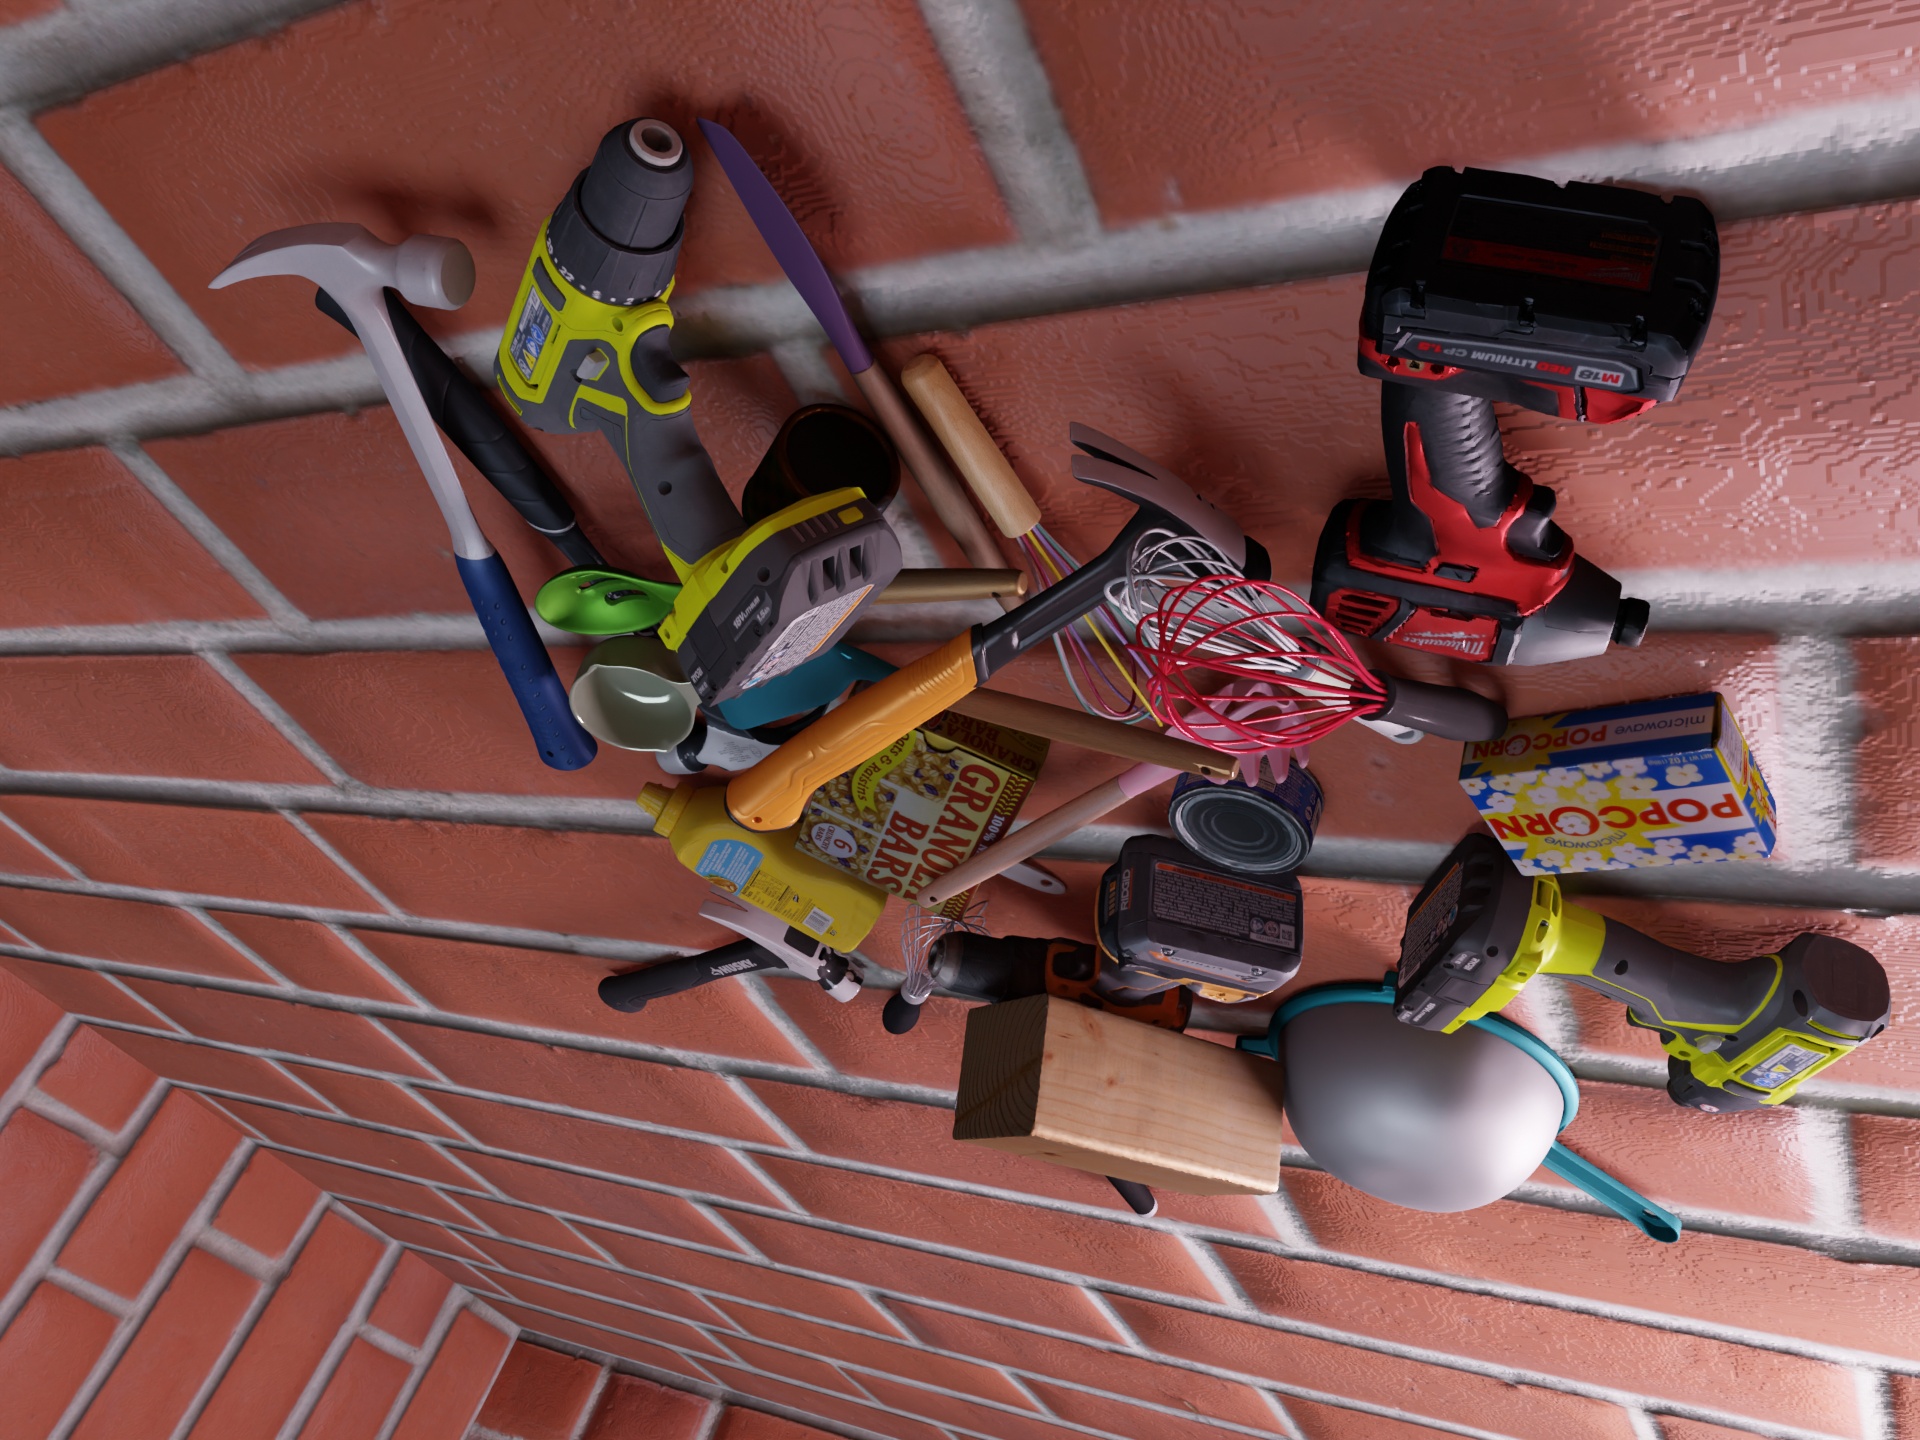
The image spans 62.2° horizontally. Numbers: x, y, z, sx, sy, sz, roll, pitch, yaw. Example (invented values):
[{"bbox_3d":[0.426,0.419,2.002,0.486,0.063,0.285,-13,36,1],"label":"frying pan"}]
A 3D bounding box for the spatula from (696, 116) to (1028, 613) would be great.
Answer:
[{"bbox_3d":[-0.034,-0.152,0.768,0.060,0.018,0.315,42,170,49],"label":"spatula"}]

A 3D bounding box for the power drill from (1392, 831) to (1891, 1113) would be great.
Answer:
[{"bbox_3d":[0.370,0.155,0.900,0.223,0.080,0.171,18,146,3],"label":"power drill"}]

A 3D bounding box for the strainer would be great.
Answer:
[{"bbox_3d":[0.358,0.307,1.097,0.340,0.095,0.211,32,146,-9],"label":"strainer"}]

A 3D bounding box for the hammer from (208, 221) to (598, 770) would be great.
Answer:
[{"bbox_3d":[-0.290,-0.109,0.920,0.144,0.035,0.405,11,143,16],"label":"hammer"}]

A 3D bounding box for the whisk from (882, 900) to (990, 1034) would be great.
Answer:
[{"bbox_3d":[-0.028,0.198,1.229,0.070,0.070,0.284,24,151,0],"label":"whisk"}]

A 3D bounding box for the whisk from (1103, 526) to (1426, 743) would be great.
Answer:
[{"bbox_3d":[0.153,-0.029,0.741,0.058,0.059,0.246,-17,152,41],"label":"whisk"}]

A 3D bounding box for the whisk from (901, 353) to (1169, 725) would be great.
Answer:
[{"bbox_3d":[0.041,-0.084,0.809,0.051,0.047,0.244,-18,125,30],"label":"whisk"}]

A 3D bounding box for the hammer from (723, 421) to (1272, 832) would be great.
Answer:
[{"bbox_3d":[-0.013,-0.025,0.804,0.127,0.034,0.337,29,135,-35],"label":"hammer"}]

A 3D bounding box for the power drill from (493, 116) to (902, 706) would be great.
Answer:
[{"bbox_3d":[-0.126,-0.139,0.734,0.228,0.080,0.190,58,145,6],"label":"power drill"}]

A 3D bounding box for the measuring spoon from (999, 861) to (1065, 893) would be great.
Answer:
[{"bbox_3d":[0.019,0.087,1.084,0.124,0.018,0.034,27,139,-16],"label":"measuring spoon"}]

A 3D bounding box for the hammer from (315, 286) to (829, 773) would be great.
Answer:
[{"bbox_3d":[-0.229,-0.106,0.949,0.149,0.036,0.408,-5,137,35],"label":"hammer"}]

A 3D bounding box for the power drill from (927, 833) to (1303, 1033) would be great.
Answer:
[{"bbox_3d":[0.094,0.148,1.030,0.185,0.084,0.226,15,151,-15],"label":"power drill"}]

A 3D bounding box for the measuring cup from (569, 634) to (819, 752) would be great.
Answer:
[{"bbox_3d":[-0.156,-0.031,0.958,0.167,0.038,0.083,-16,134,19],"label":"measuring cup"}]

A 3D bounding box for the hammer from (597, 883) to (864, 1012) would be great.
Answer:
[{"bbox_3d":[-0.233,0.216,1.398,0.146,0.035,0.335,39,144,-23],"label":"hammer"}]

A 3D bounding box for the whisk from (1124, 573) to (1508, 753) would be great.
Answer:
[{"bbox_3d":[0.170,-0.014,0.697,0.073,0.073,0.295,-11,167,41],"label":"whisk"}]

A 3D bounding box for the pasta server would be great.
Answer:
[{"bbox_3d":[0.075,0.053,0.922,0.060,0.040,0.316,43,132,-16],"label":"pasta server"}]

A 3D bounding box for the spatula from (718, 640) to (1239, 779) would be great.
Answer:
[{"bbox_3d":[-0.001,-0.003,0.874,0.318,0.044,0.082,14,141,27],"label":"spatula"}]

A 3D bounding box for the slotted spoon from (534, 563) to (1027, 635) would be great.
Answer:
[{"bbox_3d":[-0.105,-0.070,0.865,0.314,0.031,0.070,1,157,30],"label":"slotted spoon"}]

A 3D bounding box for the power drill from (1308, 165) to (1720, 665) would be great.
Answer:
[{"bbox_3d":[0.221,-0.102,0.639,0.143,0.079,0.219,15,149,16],"label":"power drill"}]

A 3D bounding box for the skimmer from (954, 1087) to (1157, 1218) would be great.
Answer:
[{"bbox_3d":[0.106,0.363,1.338,0.127,0.090,0.362,-24,134,10],"label":"skimmer"}]
